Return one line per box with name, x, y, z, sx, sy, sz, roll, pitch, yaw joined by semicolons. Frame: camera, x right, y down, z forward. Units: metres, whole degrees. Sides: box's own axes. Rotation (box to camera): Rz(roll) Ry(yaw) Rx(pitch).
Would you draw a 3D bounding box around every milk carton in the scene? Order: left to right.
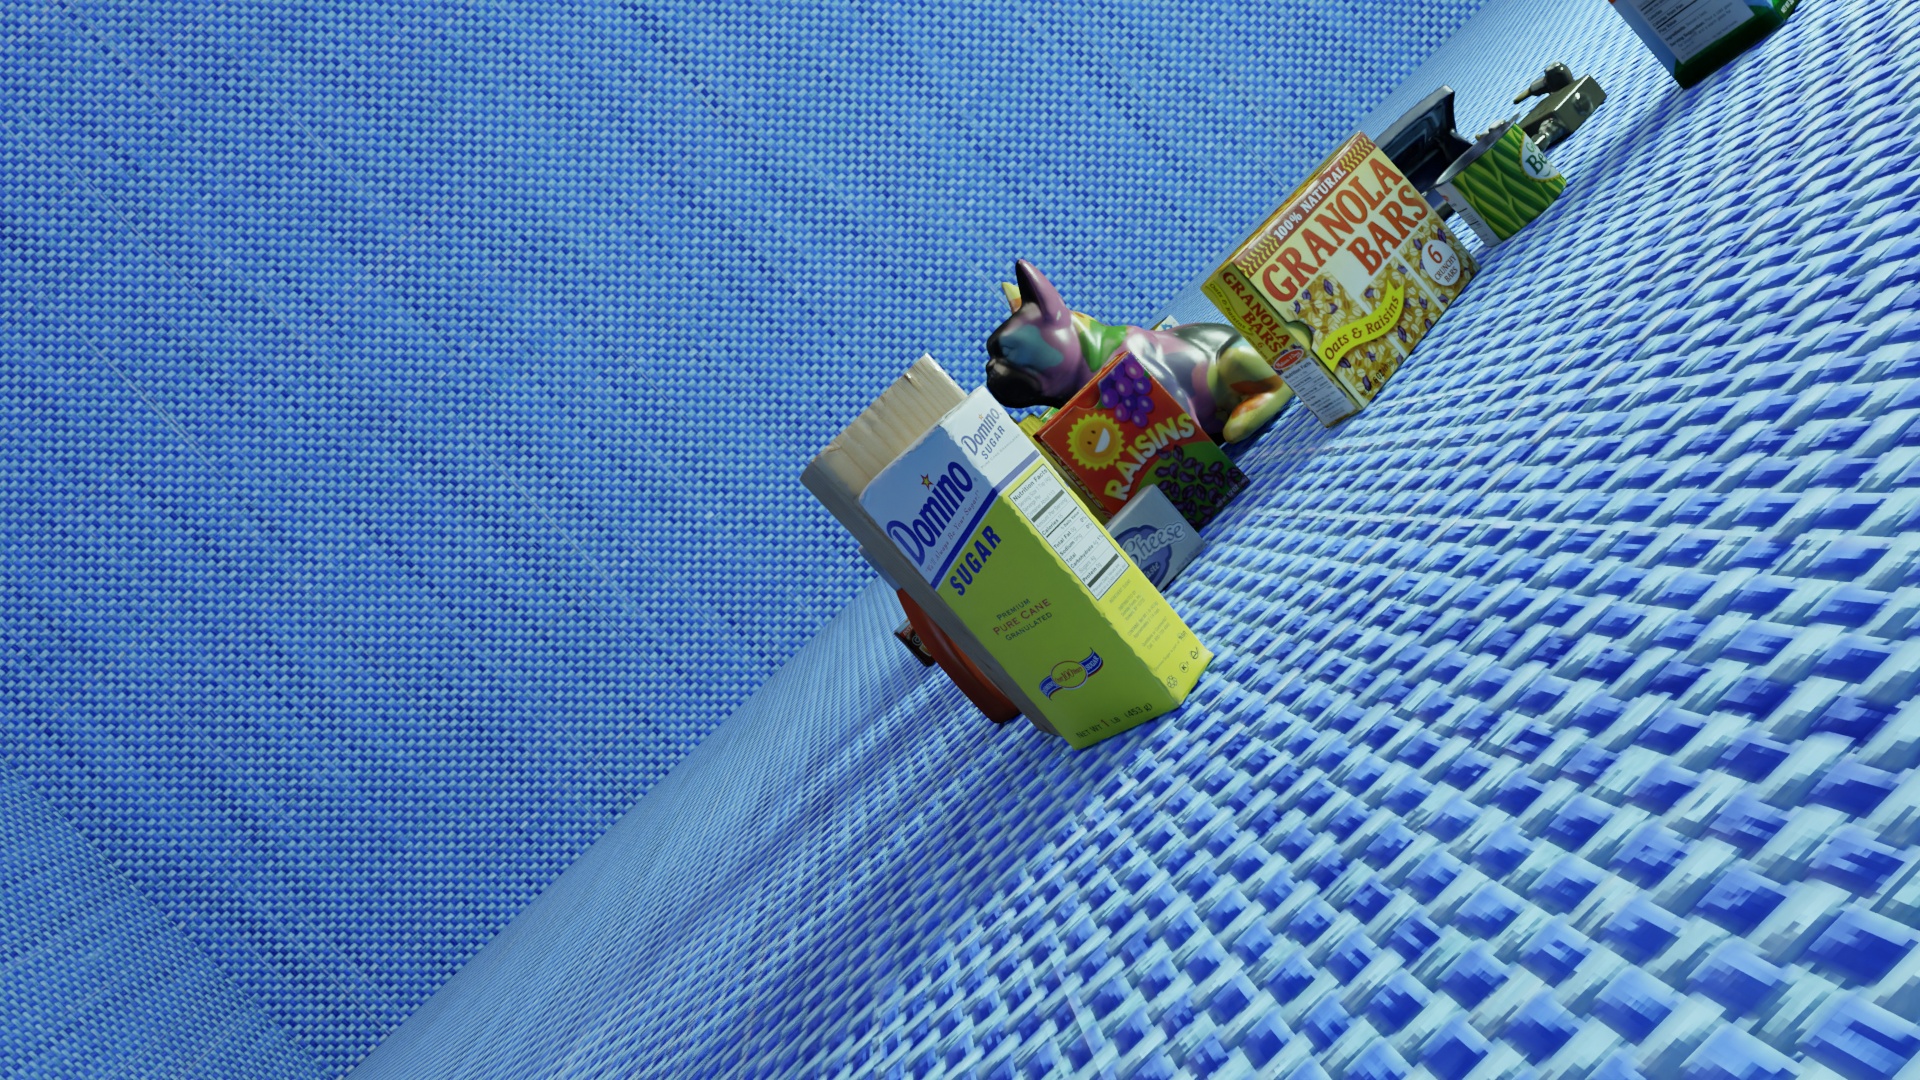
milk carton;0.437;-0.390;0.874;0.073;0.190;0.073;-46;5;-32

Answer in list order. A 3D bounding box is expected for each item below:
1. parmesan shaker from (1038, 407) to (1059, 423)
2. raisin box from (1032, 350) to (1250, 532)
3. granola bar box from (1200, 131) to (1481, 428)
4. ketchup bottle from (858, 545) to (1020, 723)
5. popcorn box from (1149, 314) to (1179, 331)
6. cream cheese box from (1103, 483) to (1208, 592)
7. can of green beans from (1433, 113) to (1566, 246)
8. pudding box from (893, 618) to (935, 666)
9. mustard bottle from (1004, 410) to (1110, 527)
parmesan shaker;0.108;-0.080;1.408;0.071;0.103;0.071;-43;4;4
raisin box;0.121;-0.055;0.940;0.086;0.123;0.040;-43;4;-2
granola bar box;0.249;-0.171;0.899;0.166;0.124;0.039;-46;5;-28
ketchup bottle;-0.005;0.048;0.913;0.065;0.149;0.043;-46;5;-35
popcorn box;0.208;-0.169;1.473;0.127;0.085;0.038;-46;5;-31
cream cheese box;0.102;0.018;0.875;0.104;0.053;0.024;-44;4;-11
can of green beans;0.370;-0.245;0.953;0.071;0.058;0.071;-43;4;4
pudding box;-0.020;0.079;1.379;0.084;0.049;0.030;-44;4;-13
mustard bottle;0.075;-0.049;1.049;0.065;0.160;0.049;-40;6;41
